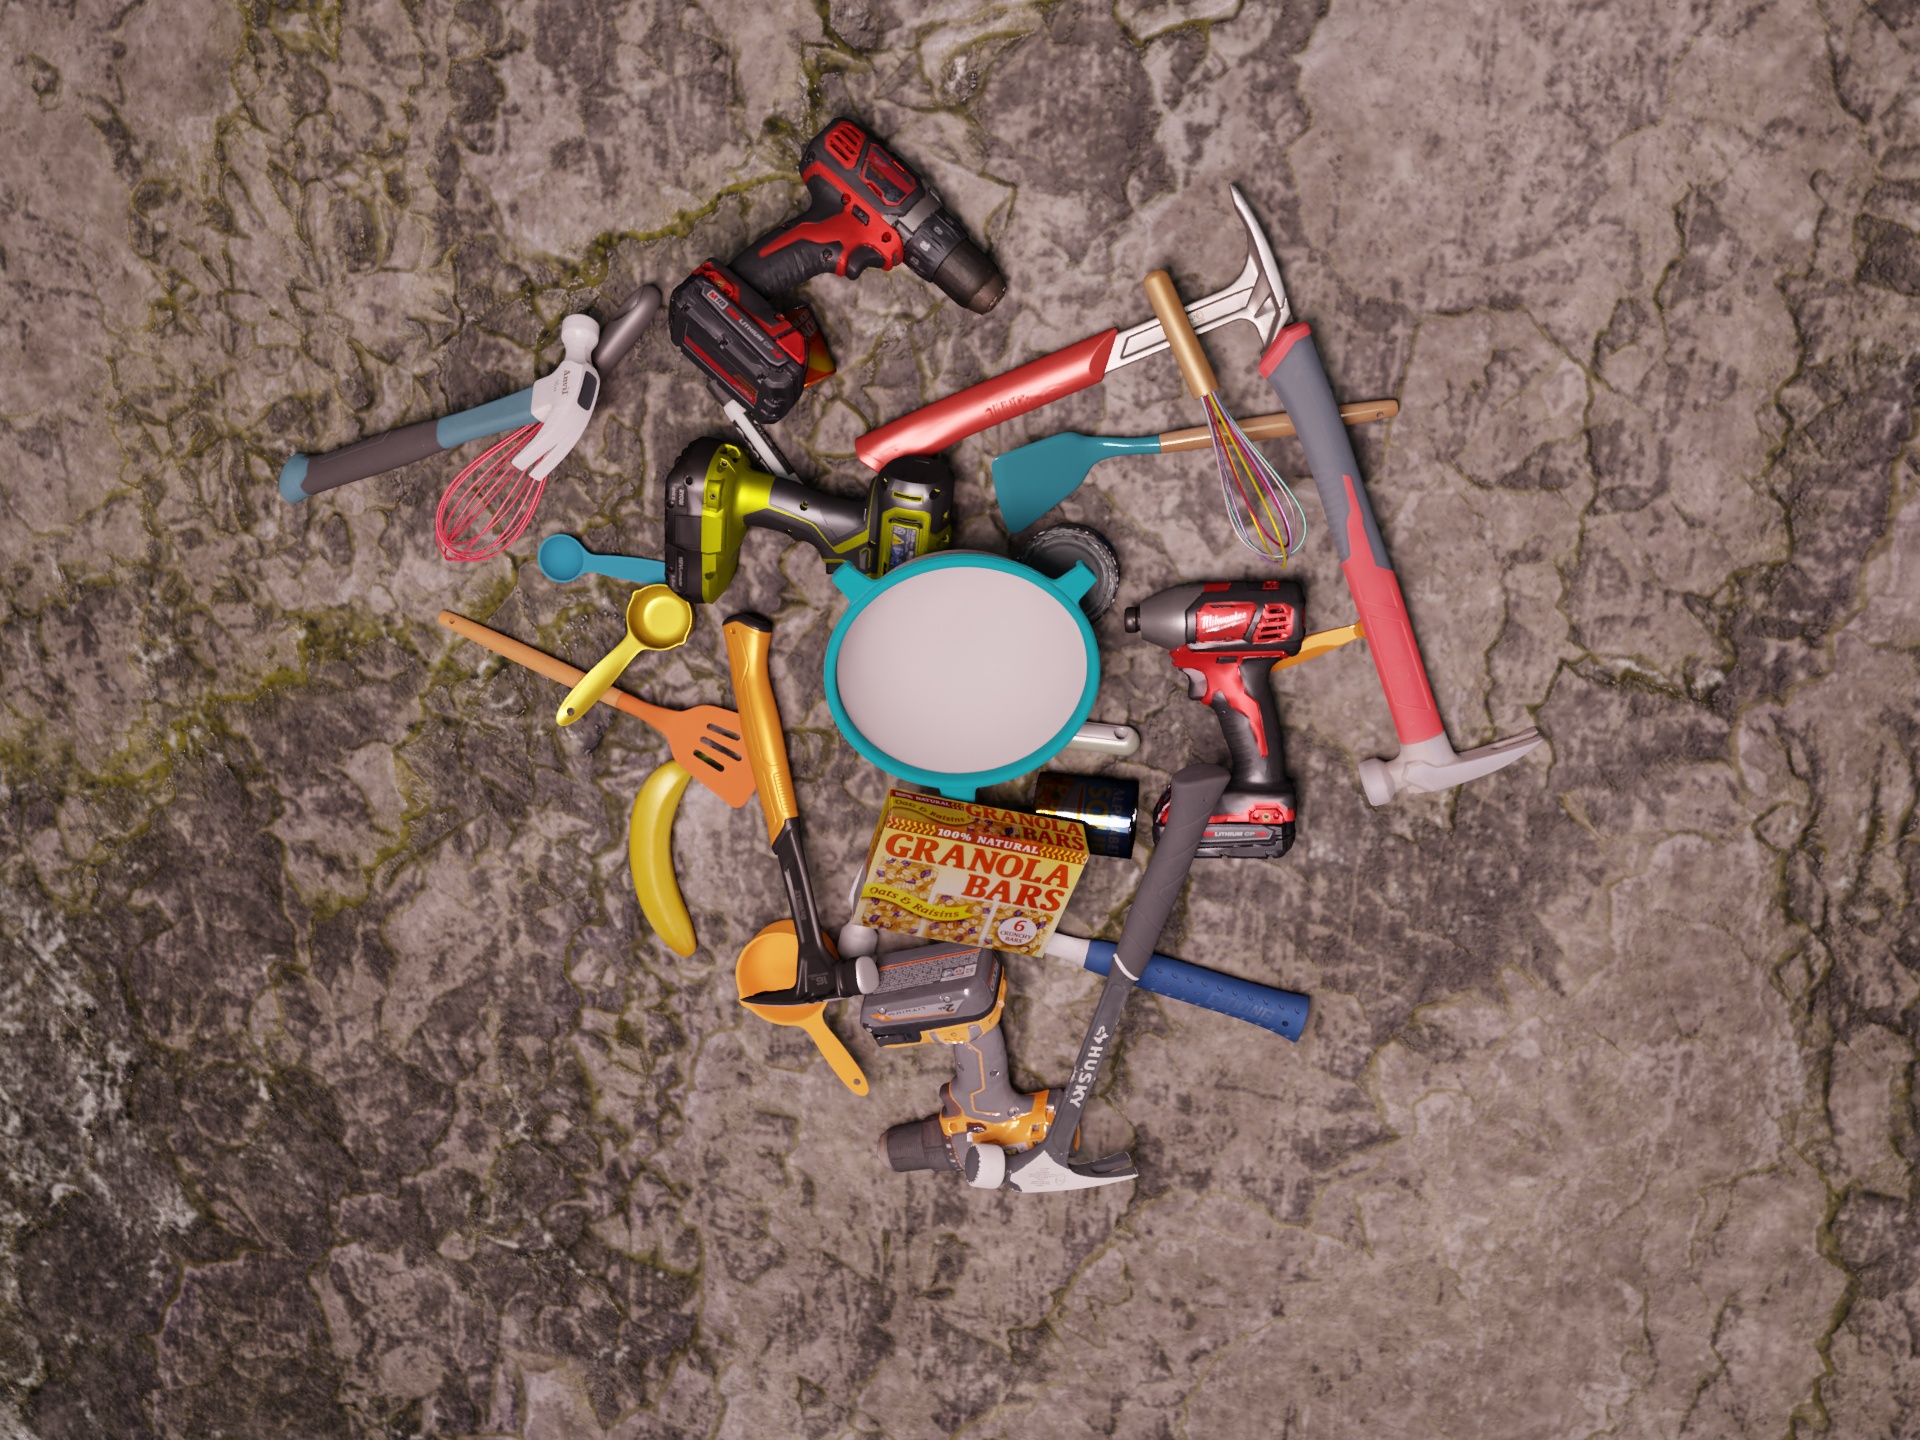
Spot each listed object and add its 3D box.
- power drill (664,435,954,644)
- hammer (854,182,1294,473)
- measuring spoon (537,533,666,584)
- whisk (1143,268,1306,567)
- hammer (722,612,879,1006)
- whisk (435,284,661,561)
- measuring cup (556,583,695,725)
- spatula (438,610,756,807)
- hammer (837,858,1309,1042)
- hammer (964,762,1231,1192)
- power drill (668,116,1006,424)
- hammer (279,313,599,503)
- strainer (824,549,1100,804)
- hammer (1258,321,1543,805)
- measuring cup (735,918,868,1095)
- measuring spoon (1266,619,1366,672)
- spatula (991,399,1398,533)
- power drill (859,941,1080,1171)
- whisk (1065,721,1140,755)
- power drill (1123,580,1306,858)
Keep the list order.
[{"bbox_3d":[-0.121,-0.134,1.303,0.228,0.080,0.190,12,125,7],"label":"power drill"},{"bbox_3d":[0.080,-0.285,1.259,0.359,0.037,0.149,-20,100,14],"label":"hammer"},{"bbox_3d":[-0.301,-0.135,1.379,0.128,0.021,0.042,9,104,-1],"label":"measuring spoon"},{"bbox_3d":[0.198,-0.229,1.206,0.051,0.047,0.245,-23,93,27],"label":"whisk"},{"bbox_3d":[-0.160,0.075,1.354,0.127,0.034,0.337,-14,86,29],"label":"hammer"},{"bbox_3d":[-0.345,-0.247,1.336,0.073,0.073,0.296,41,102,-2],"label":"whisk"},{"bbox_3d":[-0.291,-0.053,1.373,0.062,0.029,0.156,45,95,2],"label":"measuring cup"},{"bbox_3d":[-0.317,-0.025,1.398,0.322,0.041,0.081,24,82,10],"label":"spatula"},{"bbox_3d":[0.100,0.194,1.376,0.405,0.035,0.144,16,106,6],"label":"hammer"},{"bbox_3d":[0.133,0.219,1.295,0.149,0.036,0.408,11,111,-21],"label":"hammer"},{"bbox_3d":[-0.091,-0.331,1.218,0.188,0.080,0.227,42,74,-3],"label":"power drill"},{"bbox_3d":[-0.442,-0.239,1.332,0.331,0.033,0.128,-11,67,25],"label":"hammer"},{"bbox_3d":[-0.002,-0.004,1.282,0.211,0.095,0.340,-1,126,-3],"label":"strainer"},{"bbox_3d":[0.330,-0.126,1.235,0.143,0.038,0.386,-19,105,12],"label":"hammer"},{"bbox_3d":[-0.128,0.256,1.426,0.095,0.052,0.173,-31,99,16],"label":"measuring cup"},{"bbox_3d":[0.285,-0.059,1.291,0.117,0.011,0.021,-19,100,14],"label":"measuring spoon"},{"bbox_3d":[0.184,-0.214,1.253,0.317,0.044,0.082,-8,138,9],"label":"spatula"},{"bbox_3d":[-0.014,0.307,1.387,0.185,0.084,0.226,-14,118,18],"label":"power drill"},{"bbox_3d":[0.028,0.003,1.338,0.246,0.058,0.059,7,140,4],"label":"whisk"},{"bbox_3d":[0.205,-0.004,1.284,0.143,0.078,0.219,0,104,10],"label":"power drill"}]
